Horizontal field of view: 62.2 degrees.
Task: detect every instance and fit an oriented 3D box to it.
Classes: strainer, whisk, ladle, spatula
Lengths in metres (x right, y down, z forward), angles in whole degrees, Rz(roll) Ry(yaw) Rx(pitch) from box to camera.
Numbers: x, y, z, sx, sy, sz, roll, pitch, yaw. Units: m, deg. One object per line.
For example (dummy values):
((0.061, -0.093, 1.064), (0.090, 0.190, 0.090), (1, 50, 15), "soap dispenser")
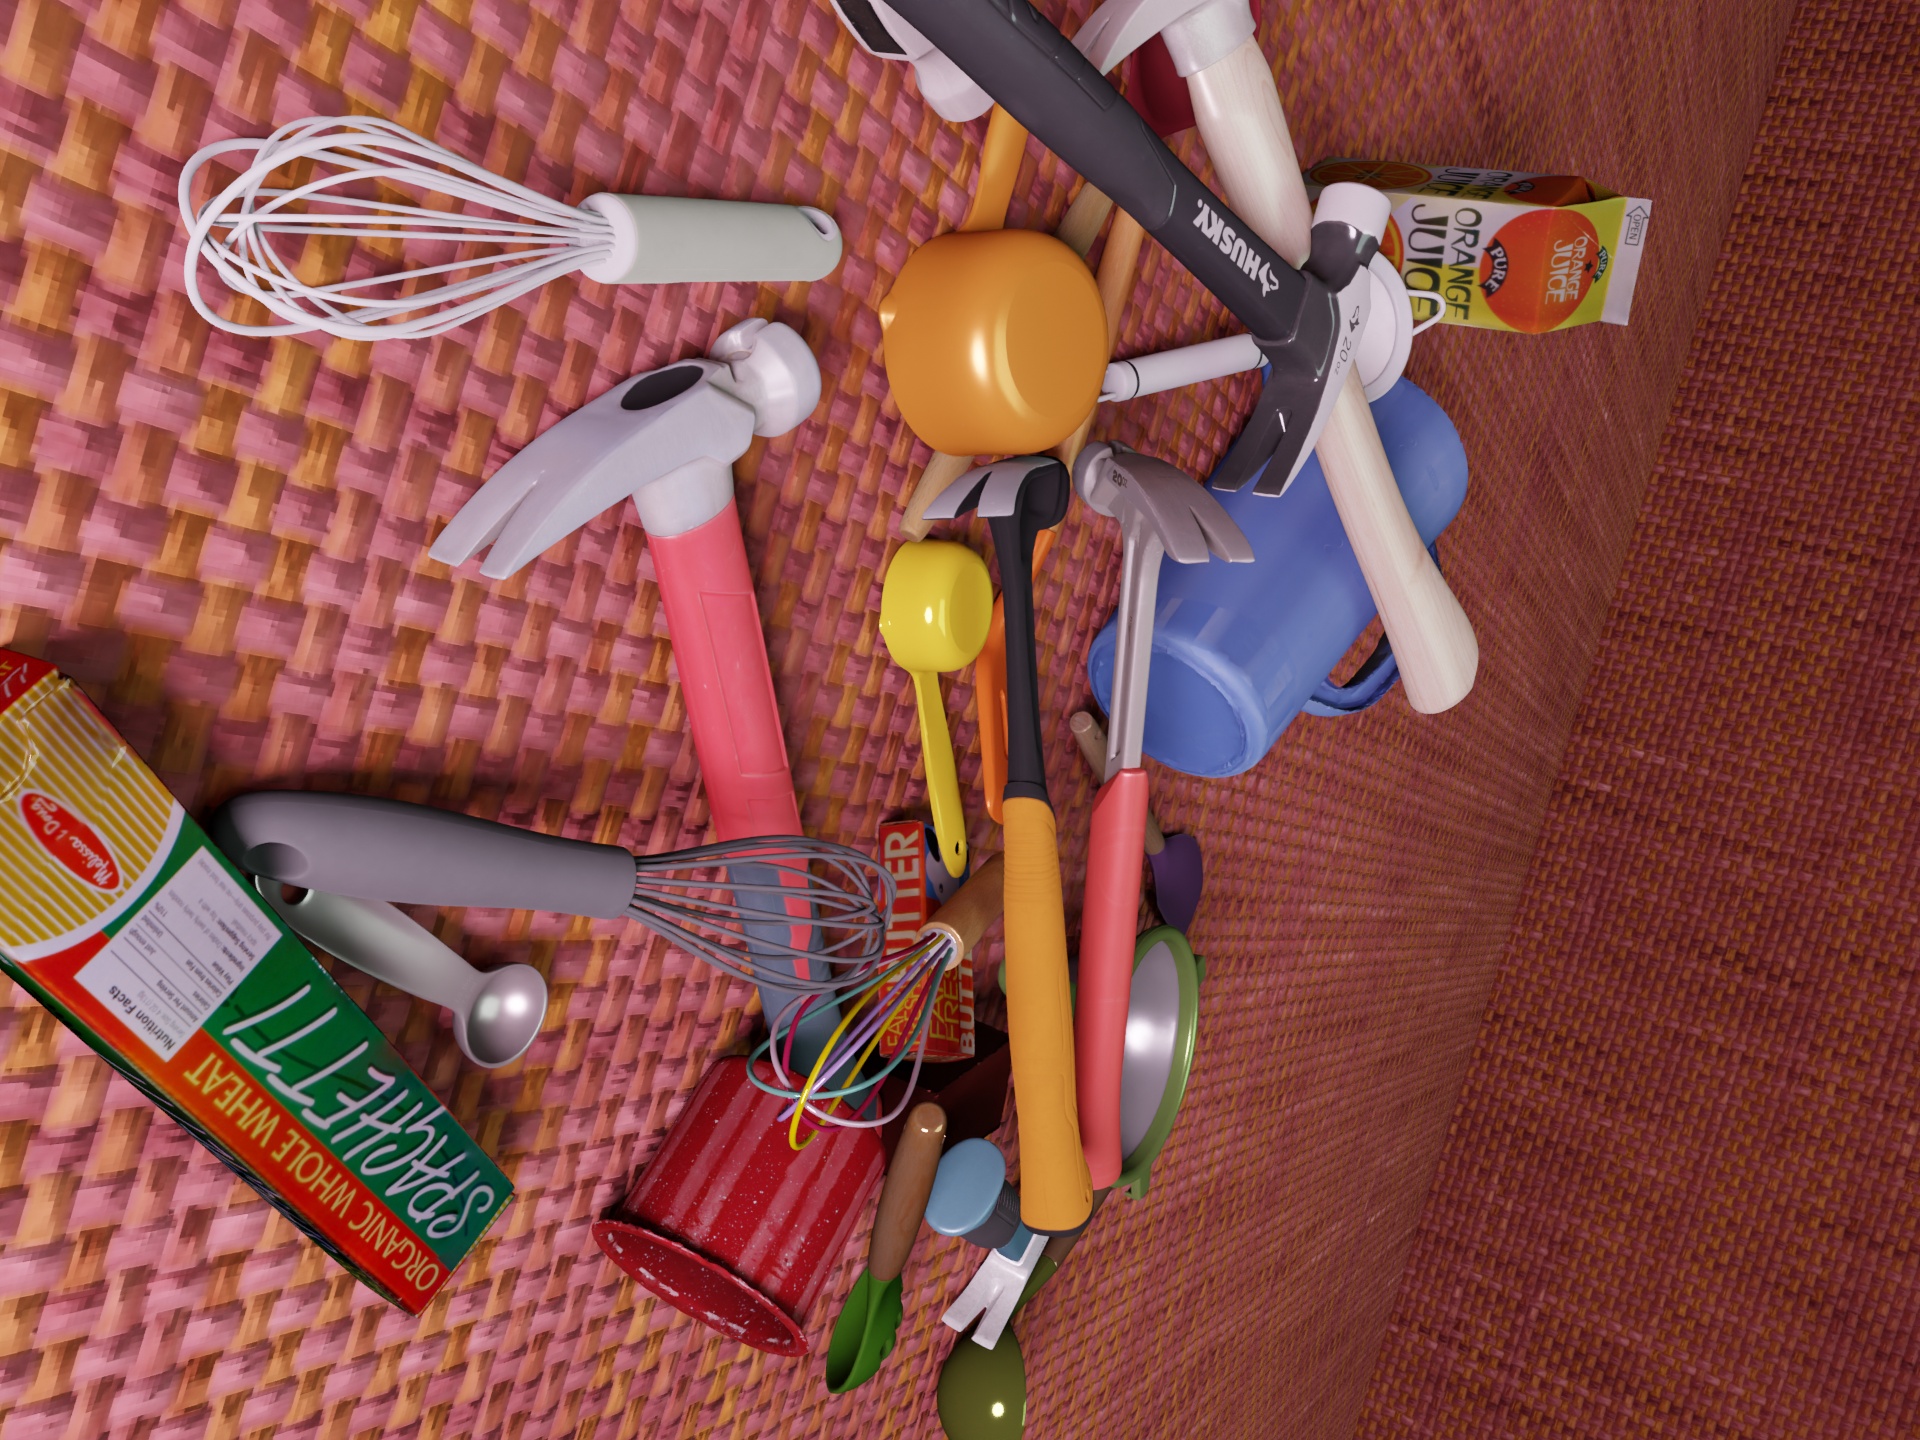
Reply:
((0.157, -0.197, 0.834), (0.258, 0.050, 0.087), (-20, 104, -35), "strainer")
((-0.106, -0.134, 0.444), (0.059, 0.058, 0.246), (-47, 169, 31), "whisk")
((-0.018, 0.101, 0.630), (0.245, 0.051, 0.047), (-37, 118, -67), "whisk")
((0.078, 0.340, 1.026), (0.320, 0.062, 0.078), (-42, 162, -49), "ladle")
((-0.109, 0.051, 0.488), (0.238, 0.055, 0.055), (16, 91, -44), "whisk")
((0.113, 0.064, 0.972), (0.060, 0.018, 0.315), (-67, 153, -16), "spatula")
((0.053, -0.110, 0.740), (0.081, 0.041, 0.322), (15, 91, -69), "spatula")
((0.058, 0.167, 0.879), (0.256, 0.069, 0.151), (43, 61, -55), "strainer")
((0.051, -0.210, 0.694), (0.069, 0.031, 0.315), (41, 70, -40), "ladle")

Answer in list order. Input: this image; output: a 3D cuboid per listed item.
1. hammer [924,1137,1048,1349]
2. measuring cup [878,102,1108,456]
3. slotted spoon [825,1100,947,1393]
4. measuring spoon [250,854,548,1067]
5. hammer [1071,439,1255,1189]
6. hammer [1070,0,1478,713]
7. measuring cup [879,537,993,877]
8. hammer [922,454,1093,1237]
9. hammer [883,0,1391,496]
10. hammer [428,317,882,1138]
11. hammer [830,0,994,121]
((0.020, 0.257, 0.825), (0.128, 0.033, 0.330), (-61, 163, -16), "hammer")
((0.027, -0.188, 0.622), (0.095, 0.052, 0.173), (12, 90, -48), "measuring cup")
((-0.030, 0.226, 0.676), (0.313, 0.031, 0.070), (102, 6, -55), "slotted spoon")
((-0.168, 0.070, 0.476), (0.034, 0.018, 0.124), (-64, 144, -21), "measuring spoon")
((0.072, 0.065, 0.711), (0.149, 0.036, 0.358), (-116, -154, -63), "hammer")
((0.170, -0.161, 0.765), (0.146, 0.038, 0.410), (-44, 123, -24), "hammer")
((-0.001, -0.002, 0.686), (0.062, 0.029, 0.156), (-37, 125, -54), "measuring cup")
((0.029, 0.062, 0.662), (0.127, 0.034, 0.336), (-43, 130, -70), "hammer")
((0.064, -0.199, 0.591), (0.334, 0.035, 0.146), (21, 86, -50), "hammer")
((-0.083, 0.058, 0.593), (0.143, 0.038, 0.385), (-45, 142, -39), "hammer")
((0.021, -0.388, 0.536), (0.130, 0.031, 0.331), (21, 87, -63), "hammer")
